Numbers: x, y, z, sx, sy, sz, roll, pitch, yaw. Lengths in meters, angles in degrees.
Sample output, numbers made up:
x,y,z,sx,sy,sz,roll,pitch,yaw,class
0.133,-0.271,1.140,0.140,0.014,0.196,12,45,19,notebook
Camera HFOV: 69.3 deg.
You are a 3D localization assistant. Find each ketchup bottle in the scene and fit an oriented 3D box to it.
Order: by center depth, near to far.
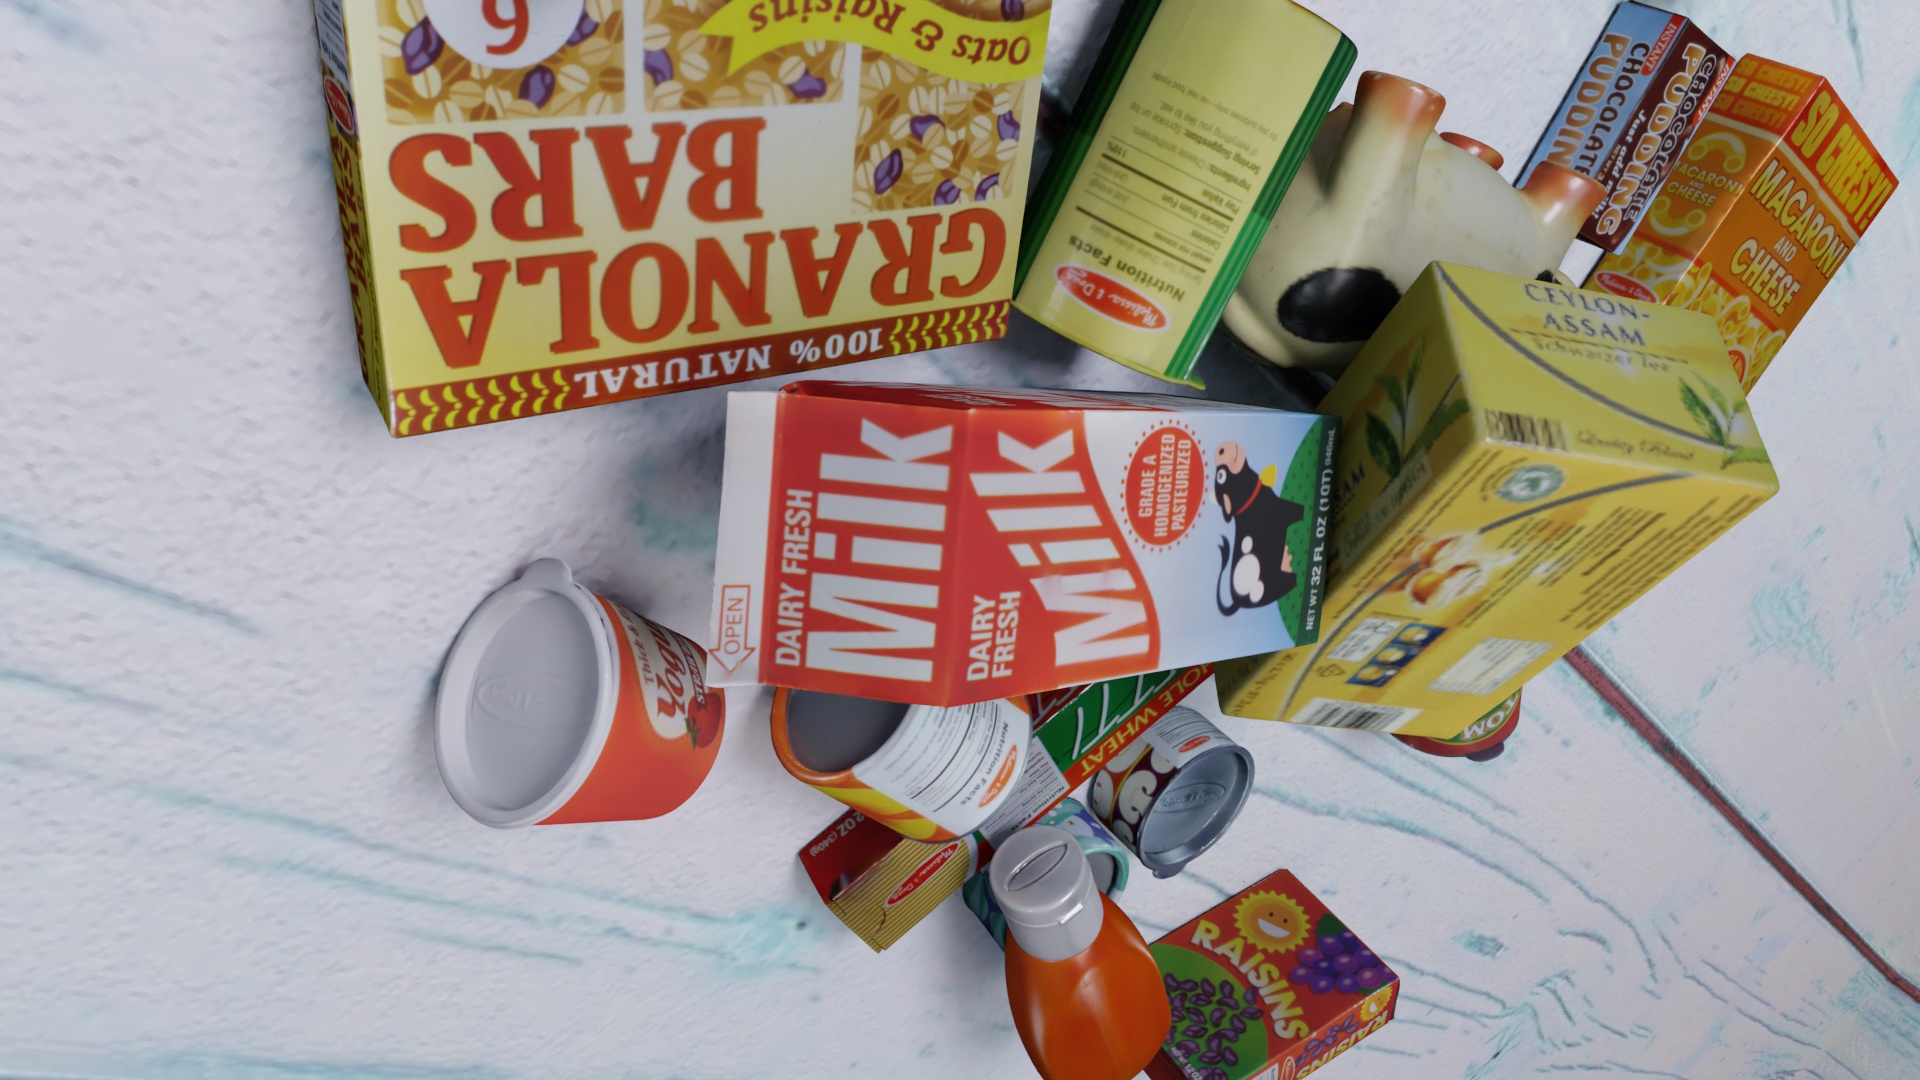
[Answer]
x,y,z,sx,sy,sz,roll,pitch,yaw,class
0.046,0.168,0.554,0.065,0.043,0.148,-34,136,-15,ketchup bottle

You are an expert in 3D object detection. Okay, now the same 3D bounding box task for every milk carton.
x,y,z,sx,sy,sz,roll,pitch,yaw,class
0.016,-0.004,0.376,0.191,0.073,0.072,-3,102,-42,milk carton

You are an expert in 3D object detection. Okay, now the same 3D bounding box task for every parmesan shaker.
x,y,z,sx,sy,sz,roll,pitch,yaw,class
0.062,-0.104,0.398,0.071,0.071,0.102,12,112,-42,parmesan shaker

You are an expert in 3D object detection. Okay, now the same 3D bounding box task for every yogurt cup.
x,y,z,sx,sy,sz,roll,pitch,yaw,class
-0.103,0.048,0.387,0.072,0.072,0.054,-54,144,8,yogurt cup

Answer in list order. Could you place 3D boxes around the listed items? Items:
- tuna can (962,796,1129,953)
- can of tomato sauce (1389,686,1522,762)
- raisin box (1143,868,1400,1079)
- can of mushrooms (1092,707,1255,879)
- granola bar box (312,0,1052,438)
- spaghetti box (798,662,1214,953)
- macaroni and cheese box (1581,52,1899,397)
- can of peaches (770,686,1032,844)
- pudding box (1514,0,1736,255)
x,y,z,sx,sy,sz,roll,pitch,yaw,class
0.036,0.142,0.585,0.071,0.033,0.070,-21,132,-25,tuna can
0.226,0.050,0.638,0.071,0.071,0.082,-29,134,-18,can of tomato sauce
0.143,0.229,0.693,0.124,0.086,0.039,-22,130,-24,raisin box
0.091,0.109,0.602,0.071,0.033,0.070,-22,131,-28,can of mushrooms
-0.059,-0.099,0.329,0.166,0.039,0.123,-14,127,-30,granola bar box
0.050,0.061,0.540,0.250,0.029,0.050,-39,136,-8,spaghetti box
0.335,-0.114,0.625,0.124,0.040,0.166,15,111,-43,macaroni and cheese box
-0.021,0.058,0.456,0.071,0.071,0.058,-49,133,2,can of peaches
0.256,-0.158,0.538,0.050,0.030,0.083,9,114,-43,pudding box
